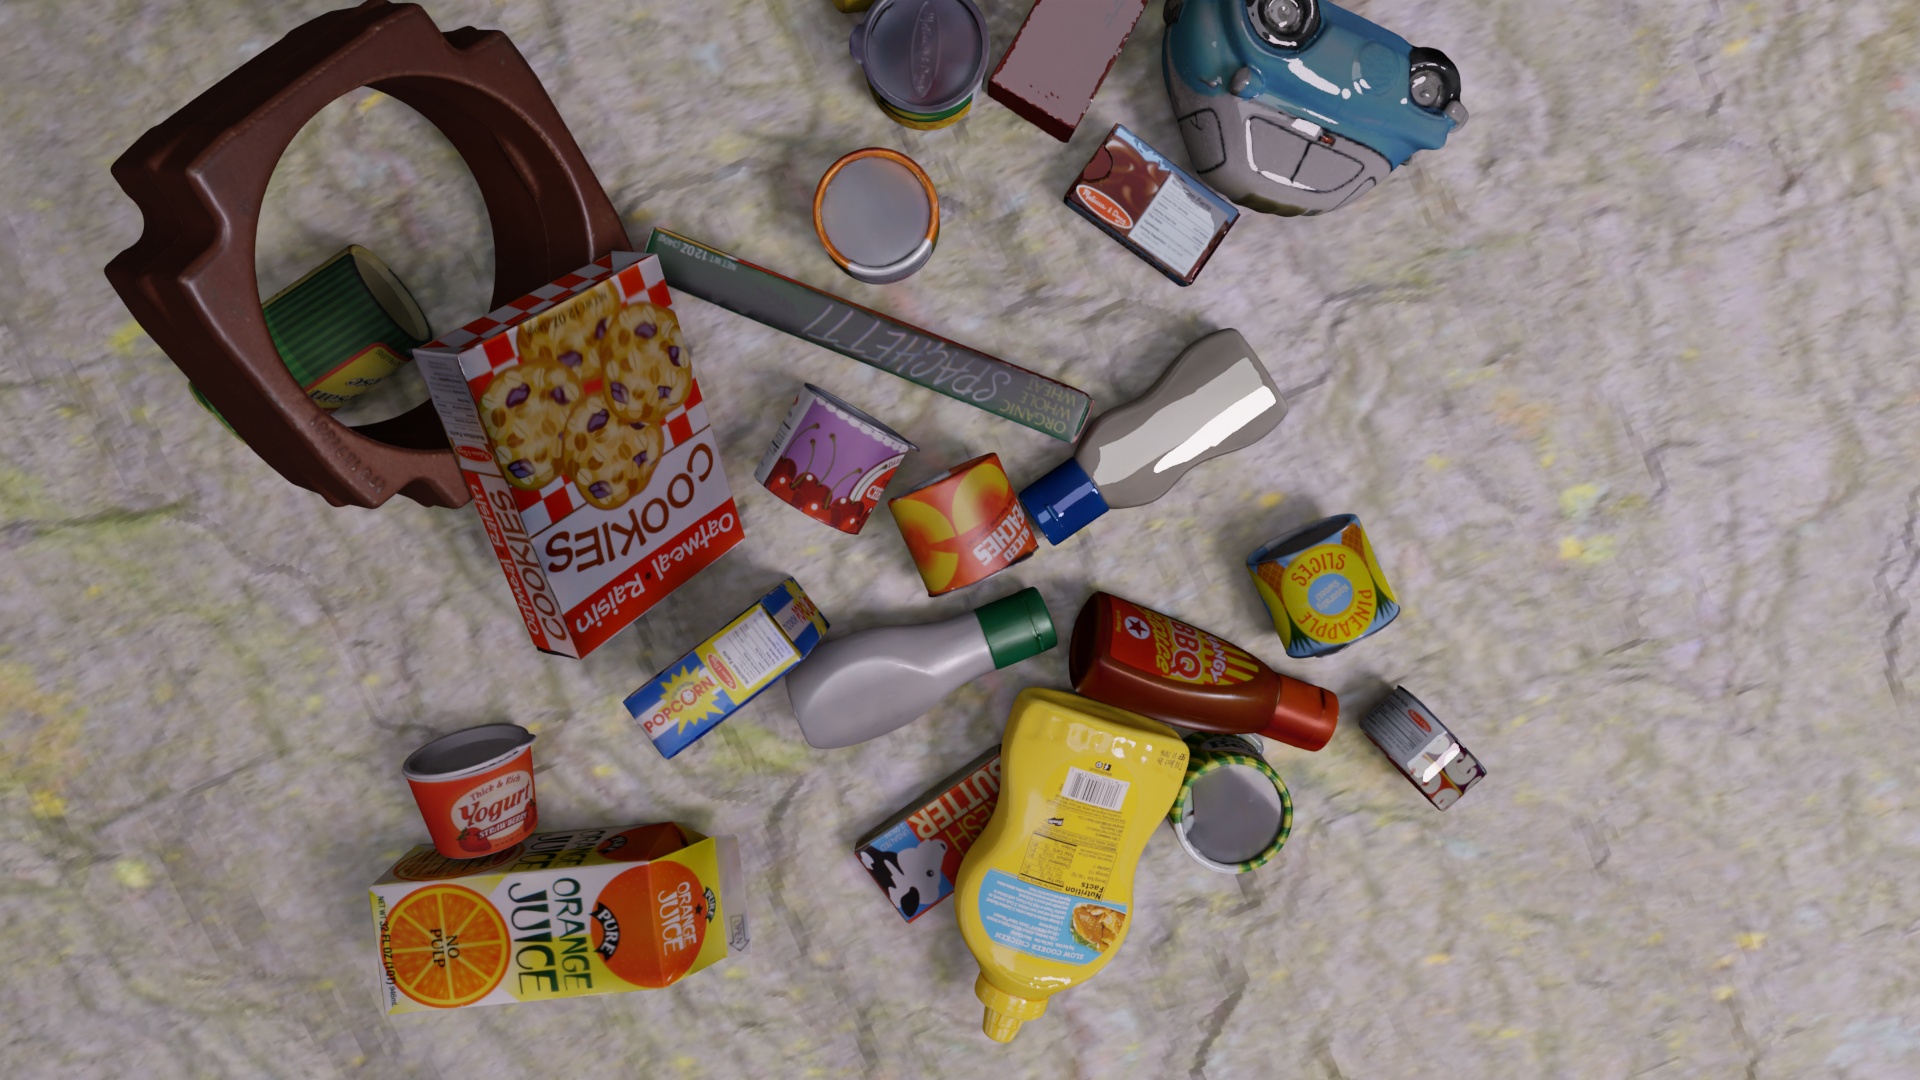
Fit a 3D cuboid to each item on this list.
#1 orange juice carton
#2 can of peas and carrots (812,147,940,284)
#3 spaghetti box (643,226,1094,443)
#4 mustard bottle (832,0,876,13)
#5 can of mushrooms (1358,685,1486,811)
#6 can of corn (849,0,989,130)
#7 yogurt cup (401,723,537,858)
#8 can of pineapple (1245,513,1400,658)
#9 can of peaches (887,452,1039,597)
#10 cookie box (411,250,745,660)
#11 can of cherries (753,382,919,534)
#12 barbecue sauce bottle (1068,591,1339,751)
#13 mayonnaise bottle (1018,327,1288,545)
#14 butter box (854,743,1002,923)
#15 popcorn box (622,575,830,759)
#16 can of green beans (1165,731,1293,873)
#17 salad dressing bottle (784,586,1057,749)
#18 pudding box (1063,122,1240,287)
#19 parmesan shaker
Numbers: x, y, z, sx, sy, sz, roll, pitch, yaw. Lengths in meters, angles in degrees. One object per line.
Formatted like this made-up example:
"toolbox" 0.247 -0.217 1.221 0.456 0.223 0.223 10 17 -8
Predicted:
"orange juice carton" -0.214 0.204 0.765 0.193 0.073 0.071 -5 96 -1
"can of peas and carrots" -0.045 -0.173 0.737 0.071 0.059 0.071 0 96 -1
"spaghetti box" -0.048 -0.110 0.748 0.250 0.050 0.028 21 98 -3
"mustard bottle" 0.000 -0.329 0.721 0.160 0.065 0.049 -26 92 -2
"can of mushrooms" 0.256 0.116 0.769 0.033 0.071 0.071 -44 95 4
"can of corn" -0.021 -0.253 0.729 0.071 0.058 0.071 0 96 -1
"yogurt cup" -0.266 0.138 0.763 0.072 0.072 0.053 -9 104 0
"can of pineapple" 0.197 0.025 0.756 0.071 0.071 0.058 -26 95 2
"can of peaches" 0.003 -0.009 0.749 0.071 0.071 0.058 -24 95 2
"cookie box" -0.183 -0.043 0.694 0.040 0.123 0.166 11 127 36
"can of cherries" -0.066 -0.042 0.746 0.071 0.071 0.058 30 95 -4
"barbecue sauce bottle" 0.135 0.078 0.767 0.148 0.065 0.043 20 128 -10
"mayonnaise bottle" 0.102 -0.053 0.762 0.148 0.041 0.064 -34 94 4
"butter box" -0.004 0.166 0.790 0.103 0.024 0.053 -35 96 3
"popcorn box" -0.118 0.063 0.726 0.085 0.127 0.038 -37 93 3
"can of green beans" 0.146 0.144 0.773 0.071 0.058 0.071 0 96 -1
"salad dressing bottle" -0.021 0.068 0.767 0.148 0.044 0.064 -20 129 -4
"pudding box" 0.103 -0.181 0.753 0.084 0.030 0.049 35 96 -4
"parmesan shaker" -0.342 -0.101 0.732 0.103 0.071 0.071 -33 96 2
